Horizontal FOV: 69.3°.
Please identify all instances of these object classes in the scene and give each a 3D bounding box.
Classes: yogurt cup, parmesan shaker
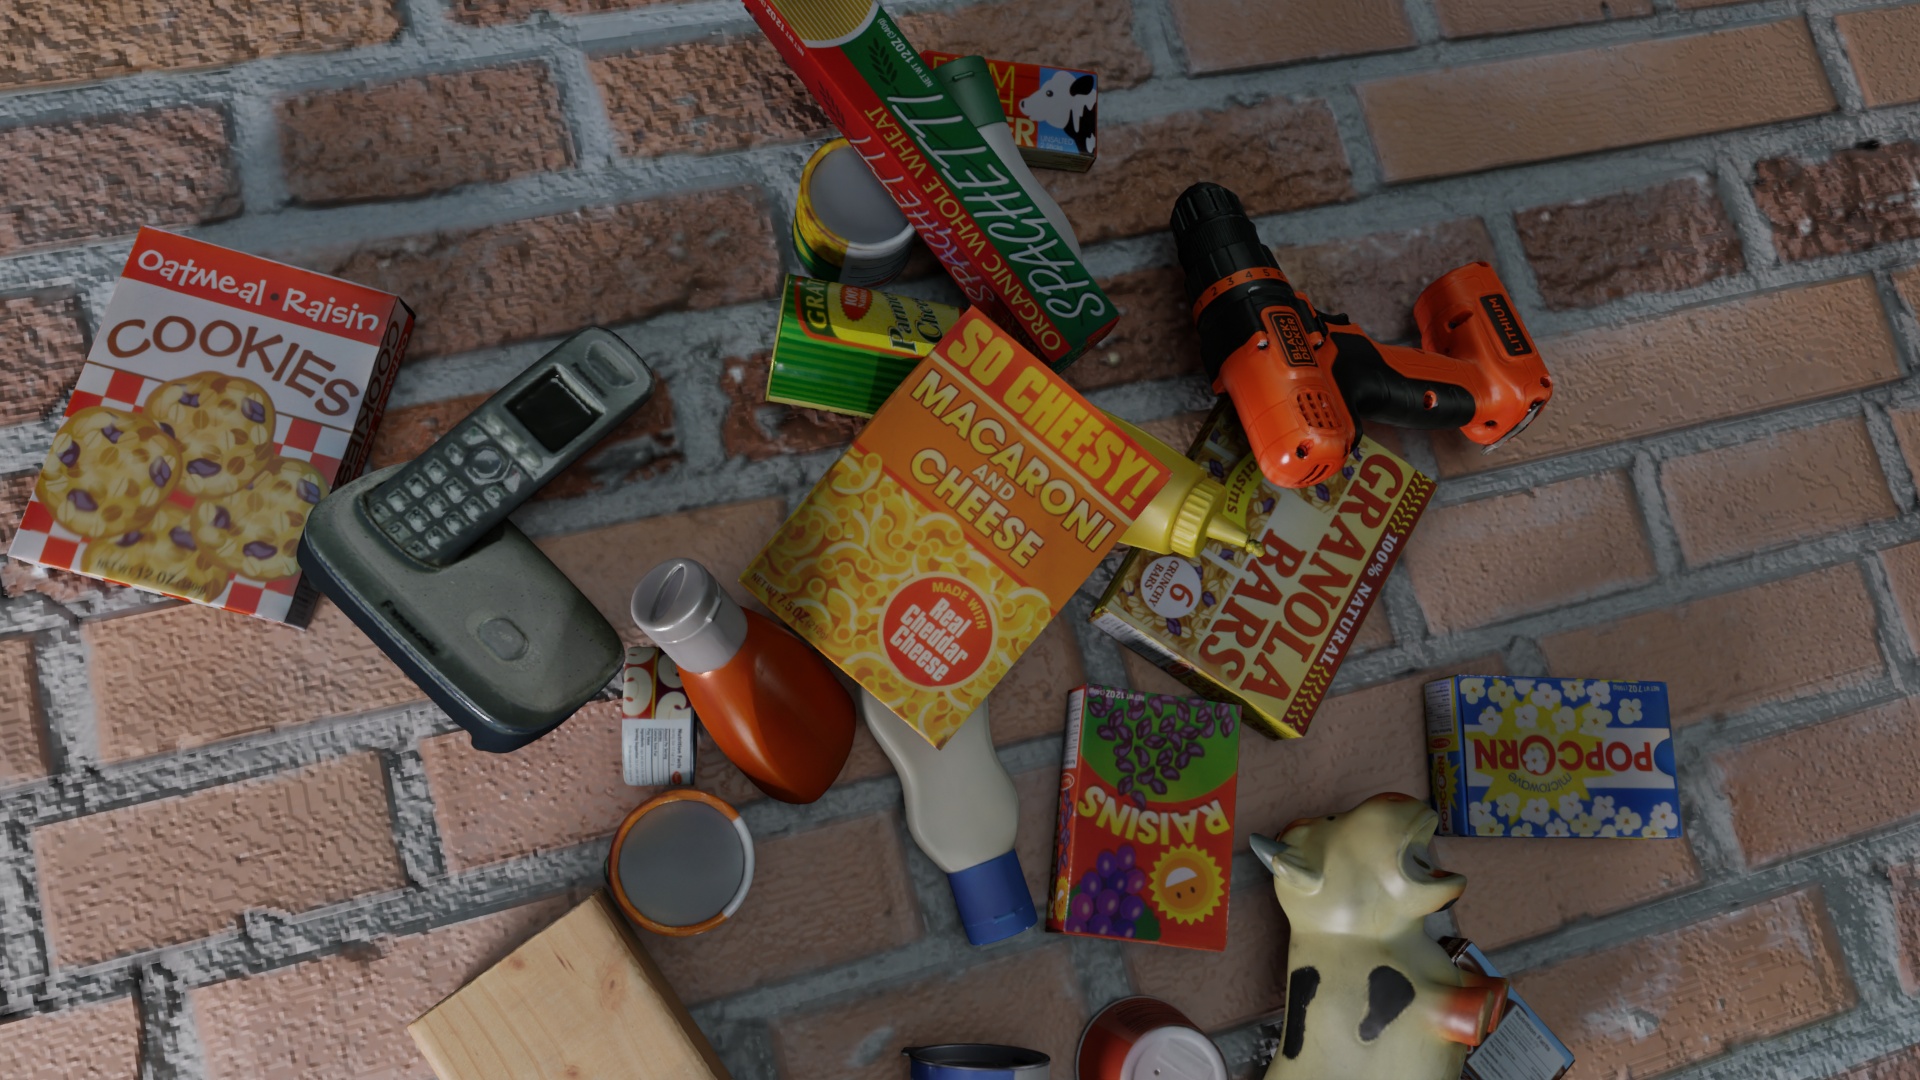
[{"bbox_3d":[0.095,0.258,0.672,0.072,0.054,0.072,2,78,-11],"label":"yogurt cup"},{"bbox_3d":[-0.044,-0.097,0.717,0.103,0.071,0.071,9,77,-9],"label":"parmesan shaker"}]

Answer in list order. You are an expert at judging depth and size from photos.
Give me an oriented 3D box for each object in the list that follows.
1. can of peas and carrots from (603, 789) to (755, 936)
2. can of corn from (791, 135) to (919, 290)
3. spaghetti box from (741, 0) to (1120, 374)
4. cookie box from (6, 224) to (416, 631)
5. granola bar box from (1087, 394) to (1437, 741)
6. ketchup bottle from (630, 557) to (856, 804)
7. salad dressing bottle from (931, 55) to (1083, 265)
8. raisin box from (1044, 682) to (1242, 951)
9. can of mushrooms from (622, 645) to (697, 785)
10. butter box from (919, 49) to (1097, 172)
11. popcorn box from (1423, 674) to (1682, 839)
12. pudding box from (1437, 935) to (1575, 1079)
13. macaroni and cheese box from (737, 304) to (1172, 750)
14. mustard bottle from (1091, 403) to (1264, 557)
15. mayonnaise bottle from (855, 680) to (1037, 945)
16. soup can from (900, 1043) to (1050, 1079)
[{"bbox_3d":[-0.132,0.150,0.650,0.071,0.058,0.071,2,77,-10],"label":"can of peas and carrots"},{"bbox_3d":[-0.056,-0.174,0.733,0.071,0.058,0.071,2,78,-10],"label":"can of corn"},{"bbox_3d":[-0.015,-0.192,0.699,0.050,0.028,0.250,-37,88,-19],"label":"spaghetti box"},{"bbox_3d":[-0.351,-0.054,0.663,0.123,0.040,0.168,15,77,-7],"label":"cookie box"},{"bbox_3d":[0.164,0.005,0.746,0.124,0.039,0.166,33,74,-2],"label":"granola bar box"},{"bbox_3d":[-0.096,0.062,0.631,0.043,0.148,0.065,5,58,26],"label":"ketchup bottle"},{"bbox_3d":[0.021,-0.182,0.742,0.064,0.044,0.147,-20,94,-7],"label":"salad dressing bottle"},{"bbox_3d":[0.093,0.140,0.704,0.086,0.040,0.123,9,76,-9],"label":"raisin box"},{"bbox_3d":[-0.142,0.081,0.660,0.033,0.071,0.071,1,78,-9],"label":"can of mushrooms"},{"bbox_3d":[0.025,-0.241,0.780,0.103,0.024,0.053,4,79,-10],"label":"butter box"},{"bbox_3d":[0.319,0.118,0.752,0.127,0.038,0.085,3,77,-10],"label":"popcorn box"},{"bbox_3d":[0.269,0.252,0.718,0.050,0.030,0.084,-41,88,-14],"label":"pudding box"},{"bbox_3d":[-0.002,-0.007,0.650,0.124,0.040,0.166,40,92,-1],"label":"macaroni and cheese box"},{"bbox_3d":[0.082,-0.029,0.702,0.160,0.065,0.049,27,64,20],"label":"mustard bottle"},{"bbox_3d":[-0.003,0.123,0.690,0.065,0.041,0.148,-17,83,-12],"label":"mayonnaise bottle"},{"bbox_3d":[0.005,0.282,0.645,0.071,0.071,0.084,4,78,-10],"label":"soup can"}]
